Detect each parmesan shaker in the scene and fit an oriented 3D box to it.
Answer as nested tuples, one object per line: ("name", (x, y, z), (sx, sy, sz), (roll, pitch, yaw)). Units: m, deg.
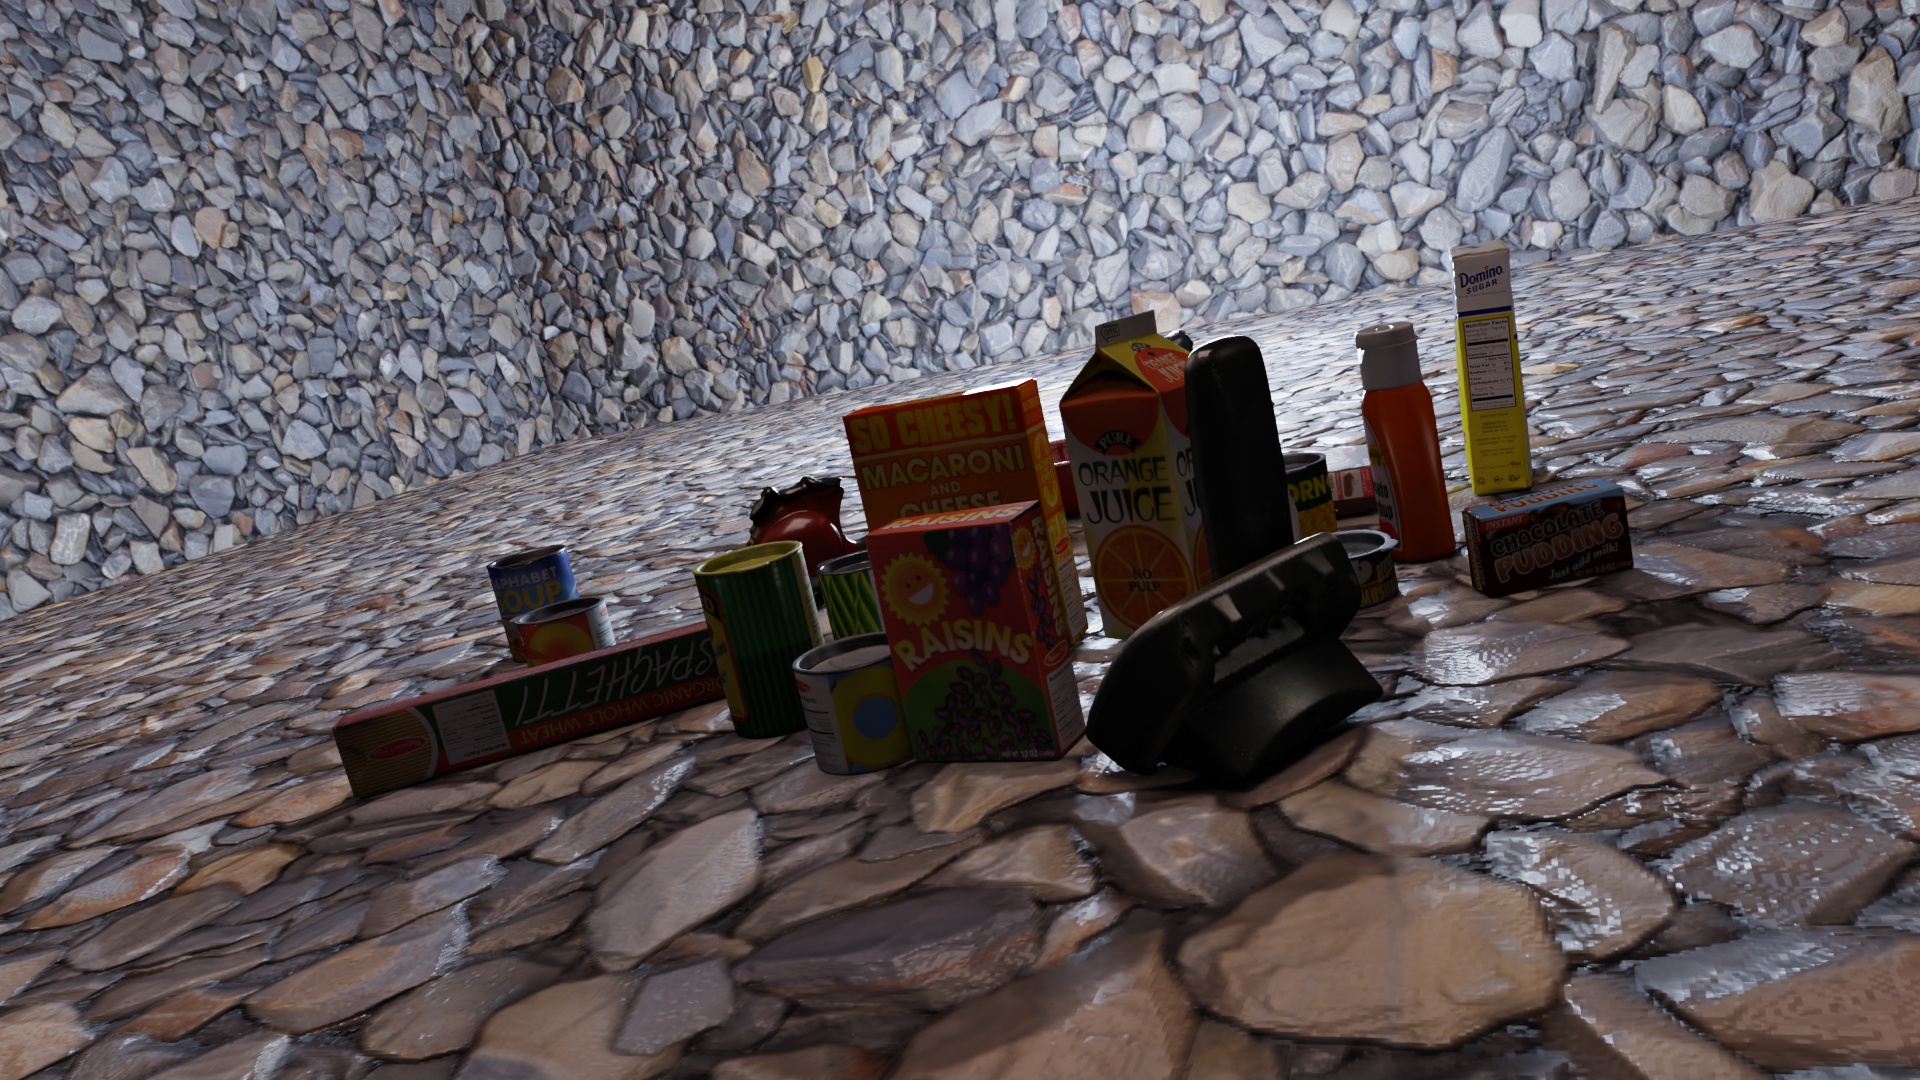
("parmesan shaker", (-0.115, 0.059, 0.827), (0.071, 0.103, 0.071), (-12, 11, 2))

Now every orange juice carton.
("orange juice carton", (0.117, -0.041, 0.840), (0.073, 0.192, 0.072), (-3, 14, 40))

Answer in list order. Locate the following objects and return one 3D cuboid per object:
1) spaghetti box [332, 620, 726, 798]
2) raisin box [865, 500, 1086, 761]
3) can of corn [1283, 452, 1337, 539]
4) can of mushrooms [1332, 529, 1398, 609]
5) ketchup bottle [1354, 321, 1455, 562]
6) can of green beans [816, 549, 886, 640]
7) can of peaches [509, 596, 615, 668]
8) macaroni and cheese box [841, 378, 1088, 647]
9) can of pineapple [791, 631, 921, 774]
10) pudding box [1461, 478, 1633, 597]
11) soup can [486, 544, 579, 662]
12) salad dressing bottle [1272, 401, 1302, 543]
("spaghetti box", (-0.266, 0.106, 0.895), (0.250, 0.050, 0.029), (-15, 11, -12))
("raisin box", (0.008, 0.047, 0.701), (0.086, 0.123, 0.040), (-6, 12, 30))
("can of corn", (0.233, -0.027, 0.992), (0.071, 0.058, 0.071), (-12, 11, 2))
("can of mushrooms", (0.230, 0.018, 0.835), (0.071, 0.033, 0.071), (-12, 11, 2))
("ketchup bottle", (0.283, -0.064, 0.888), (0.043, 0.148, 0.065), (-11, 11, 5))
("can of green beans", (-0.063, 0.041, 0.978), (0.071, 0.057, 0.071), (-12, 11, 2))
("can of peaches", (-0.294, 0.079, 1.036), (0.071, 0.058, 0.071), (-12, 11, 2))
("macaroni and cheese box", (0.003, -0.011, 0.883), (0.123, 0.166, 0.040), (-8, 12, 24))
("can of pineapple", (-0.050, 0.085, 0.743), (0.071, 0.057, 0.071), (-12, 11, 2))
("pudding box", (0.332, -0.002, 0.786), (0.084, 0.049, 0.030), (-12, 11, 1))
("soup can", (-0.353, 0.053, 1.162), (0.071, 0.083, 0.071), (-12, 11, 2))
("salad dressing bottle", (0.161, -0.009, 0.750), (0.044, 0.147, 0.064), (-11, 11, 6))
